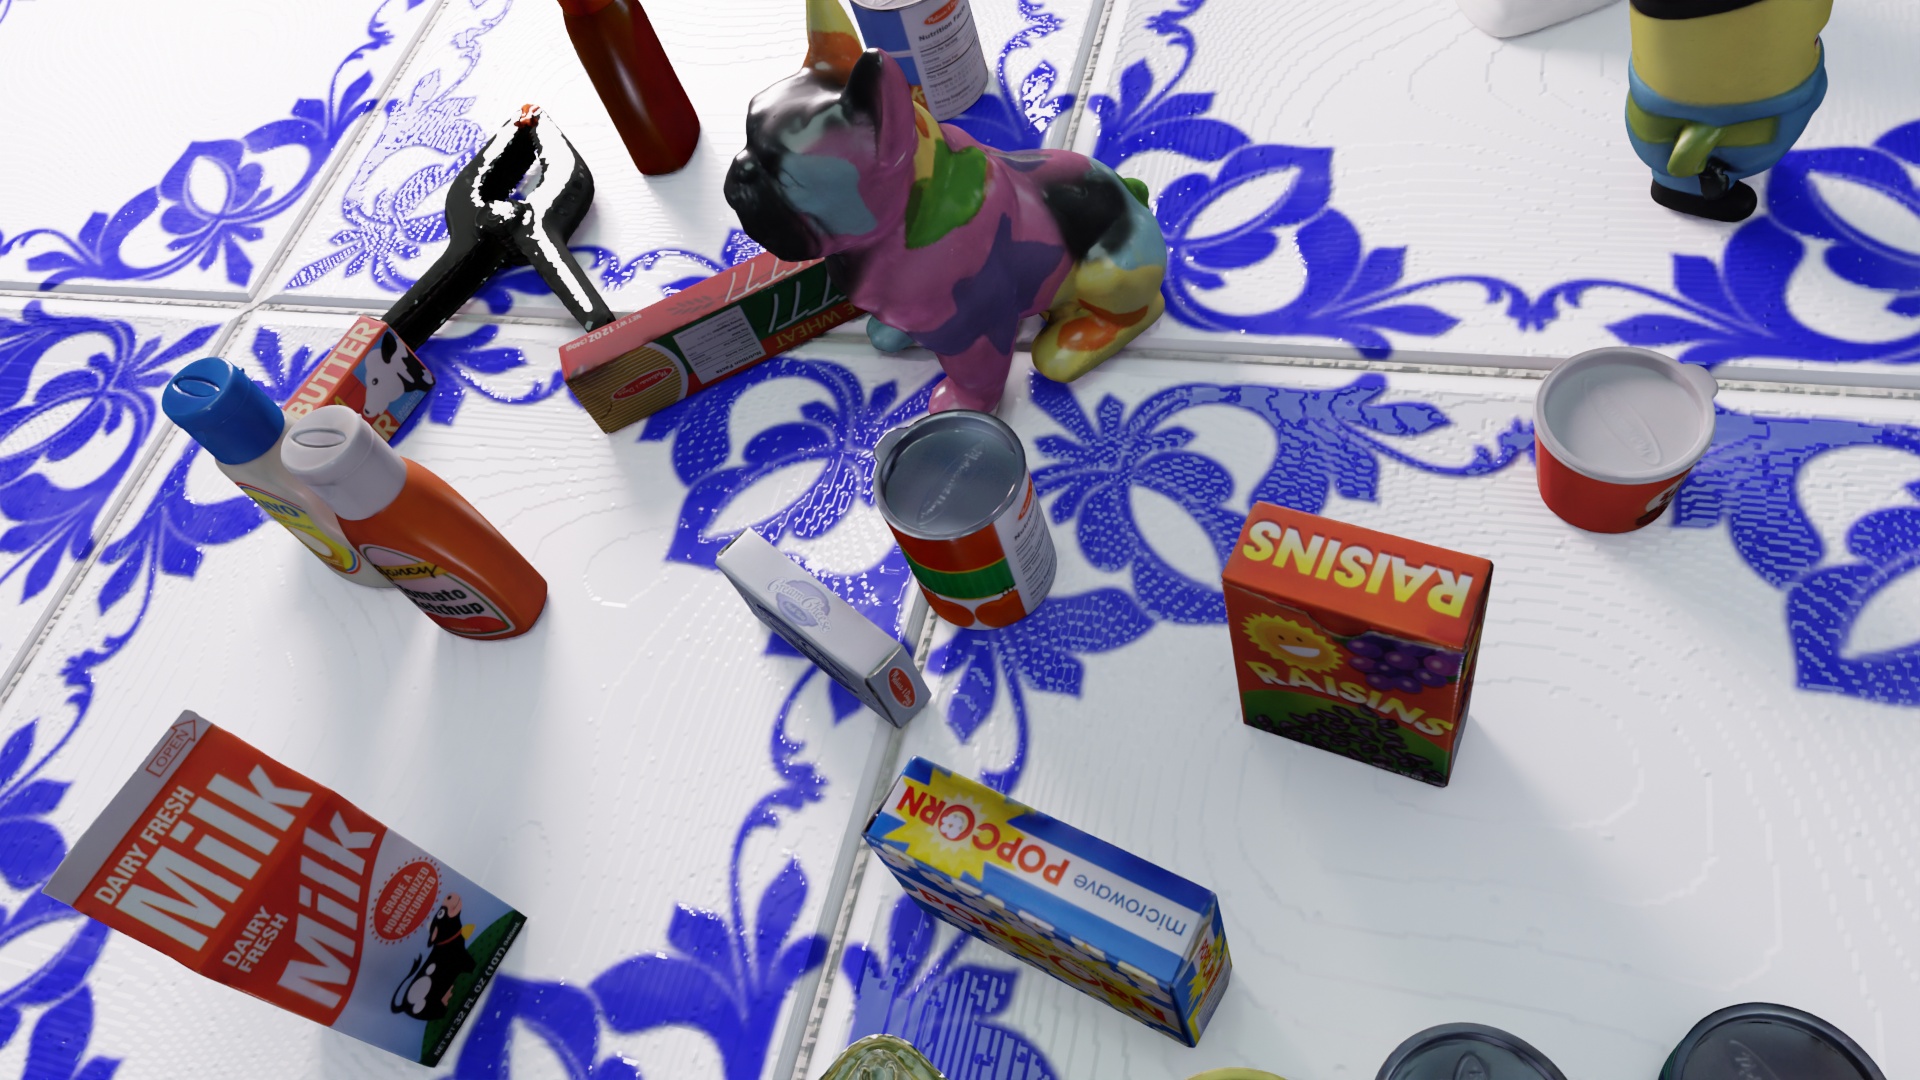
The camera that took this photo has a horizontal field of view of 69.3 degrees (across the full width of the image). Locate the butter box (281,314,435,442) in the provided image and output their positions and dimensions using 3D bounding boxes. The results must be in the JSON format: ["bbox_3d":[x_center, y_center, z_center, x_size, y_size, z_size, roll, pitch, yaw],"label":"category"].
[{"bbox_3d":[-0.340,-0.068,0.765,0.024,0.053,0.104,19,65,25],"label":"butter box"}]

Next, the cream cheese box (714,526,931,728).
[{"bbox_3d":[-0.062,0.039,0.621,0.104,0.053,0.024,34,72,30],"label":"cream cheese box"}]

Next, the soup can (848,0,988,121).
[{"bbox_3d":[-0.026,-0.298,0.810,0.071,0.083,0.071,-7,57,11],"label":"soup can"}]

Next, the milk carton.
[{"bbox_3d":[-0.255,0.133,0.529,0.073,0.189,0.072,17,64,24],"label":"milk carton"}]

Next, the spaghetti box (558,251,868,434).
[{"bbox_3d":[-0.089,-0.131,0.740,0.250,0.050,0.029,-26,55,-2],"label":"spaghetti box"}]

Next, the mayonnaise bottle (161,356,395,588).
[{"bbox_3d":[-0.325,-0.030,0.679,0.065,0.147,0.041,14,63,23],"label":"mayonnaise bottle"}]

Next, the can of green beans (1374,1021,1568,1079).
[{"bbox_3d":[0.167,0.199,0.455,0.071,0.057,0.071,-7,57,11],"label":"can of green beans"}]

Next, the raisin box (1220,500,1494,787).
[{"bbox_3d":[0.147,0.042,0.521,0.086,0.123,0.040,17,64,24],"label":"raisin box"}]

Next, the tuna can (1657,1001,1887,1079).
[{"bbox_3d":[0.261,0.189,0.451,0.071,0.032,0.071,-7,57,11],"label":"tuna can"}]

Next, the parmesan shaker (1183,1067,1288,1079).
[{"bbox_3d":[0.094,0.211,0.439,0.071,0.102,0.071,-7,57,11],"label":"parmesan shaker"}]

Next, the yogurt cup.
[{"bbox_3d":[0.273,-0.039,0.581,0.072,0.053,0.073,-7,57,11],"label":"yogurt cup"}]

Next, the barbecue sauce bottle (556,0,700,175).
[{"bbox_3d":[-0.199,-0.287,0.810,0.043,0.148,0.065,-8,57,11],"label":"barbecue sauce bottle"}]

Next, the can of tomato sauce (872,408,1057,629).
[{"bbox_3d":[0.002,-0.008,0.616,0.071,0.082,0.071,-7,57,11],"label":"can of tomato sauce"}]

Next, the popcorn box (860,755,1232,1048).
[{"bbox_3d":[0.034,0.134,0.515,0.127,0.085,0.038,21,66,26],"label":"popcorn box"}]

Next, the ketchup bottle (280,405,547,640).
[{"bbox_3d":[-0.253,-0.006,0.643,0.065,0.148,0.044,3,59,17],"label":"ketchup bottle"}]
